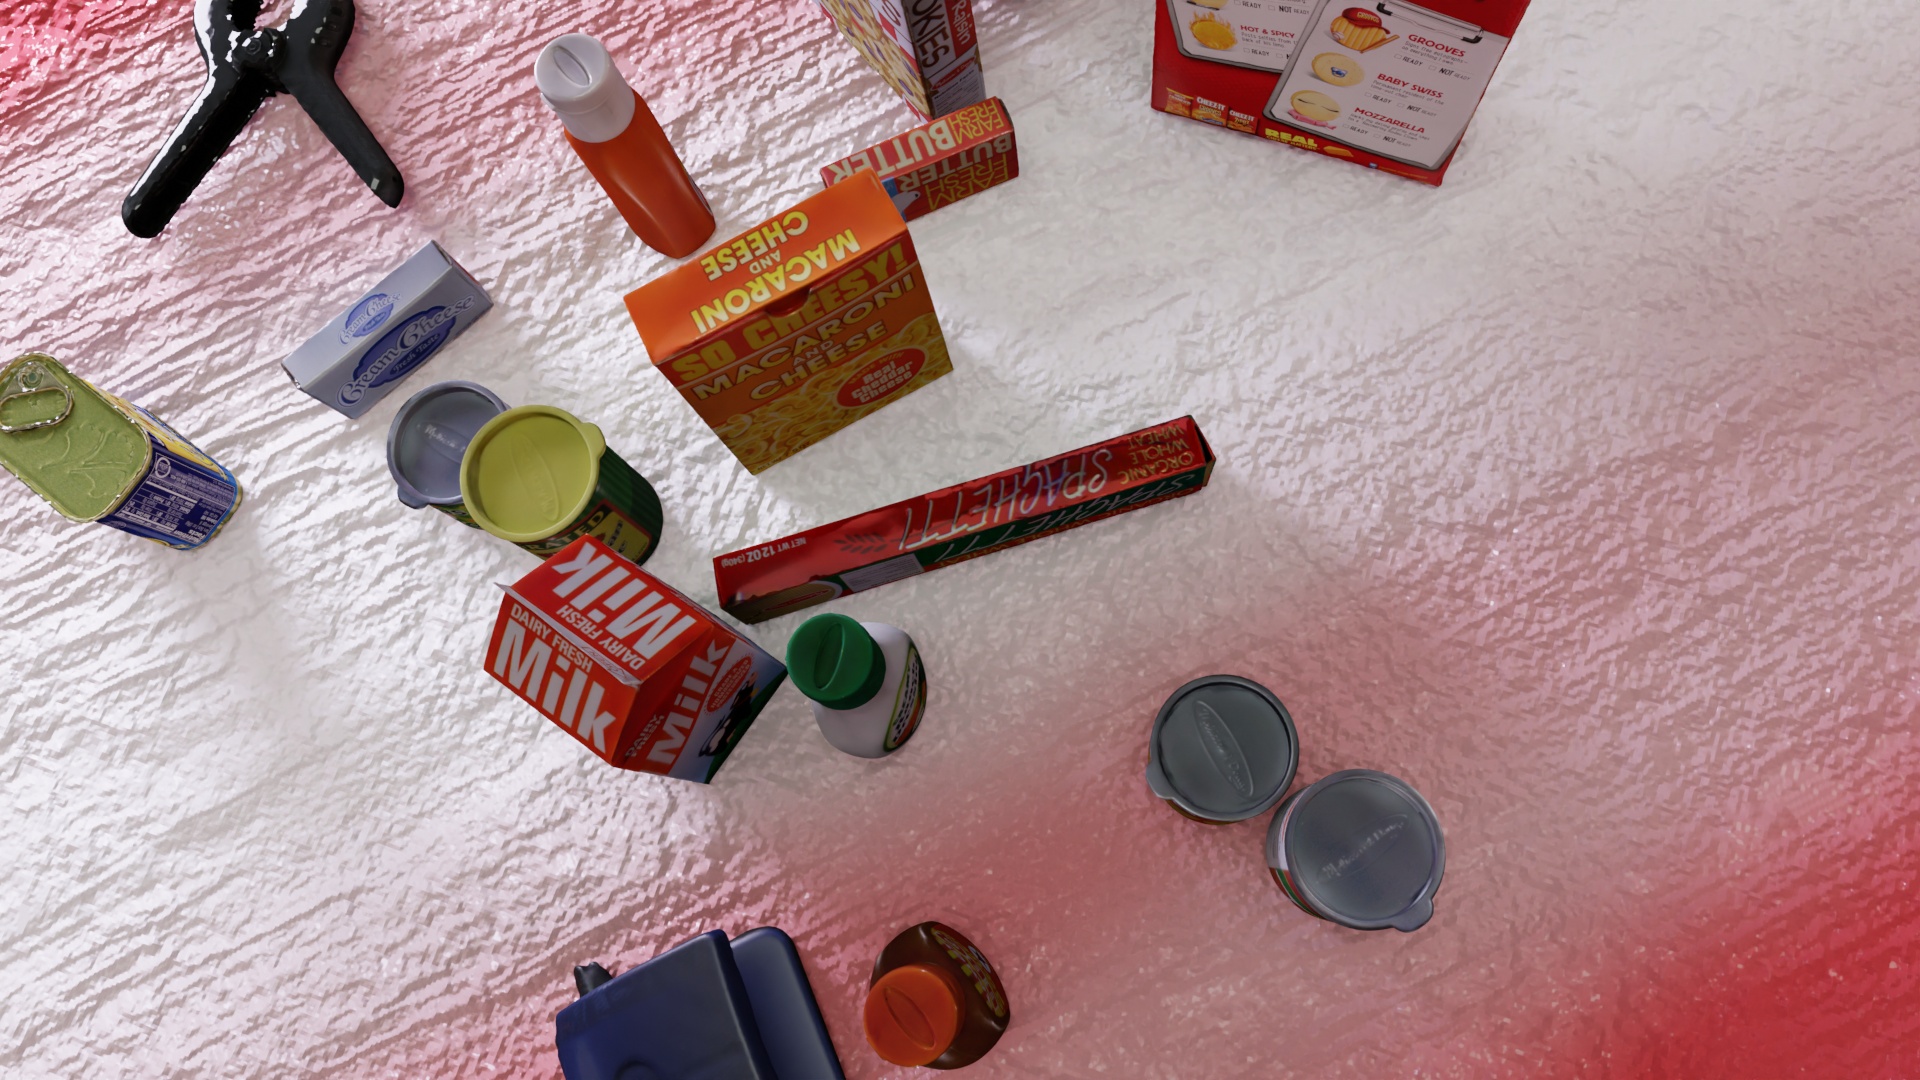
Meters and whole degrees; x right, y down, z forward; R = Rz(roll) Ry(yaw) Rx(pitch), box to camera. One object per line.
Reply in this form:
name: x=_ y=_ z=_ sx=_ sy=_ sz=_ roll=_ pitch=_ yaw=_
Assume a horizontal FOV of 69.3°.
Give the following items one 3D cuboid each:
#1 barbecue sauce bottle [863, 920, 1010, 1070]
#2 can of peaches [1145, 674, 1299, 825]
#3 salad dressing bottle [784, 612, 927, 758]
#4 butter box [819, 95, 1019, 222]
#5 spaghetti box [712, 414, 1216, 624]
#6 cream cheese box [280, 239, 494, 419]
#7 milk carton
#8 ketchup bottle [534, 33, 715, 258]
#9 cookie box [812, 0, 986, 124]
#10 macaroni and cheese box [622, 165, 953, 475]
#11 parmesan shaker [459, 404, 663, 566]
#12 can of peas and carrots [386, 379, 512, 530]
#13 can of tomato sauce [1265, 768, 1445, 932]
barbecue sauce bottle: x=-0.012 y=0.197 z=0.594 sx=0.044 sy=0.148 sz=0.065 roll=-41 pitch=76 yaw=-4
can of peaches: x=0.119 y=0.100 z=0.651 sx=0.071 sy=0.058 sz=0.071 roll=-1 pitch=76 yaw=6
salad dressing bottle: x=-0.046 y=0.064 z=0.631 sx=0.044 sy=0.147 sz=0.064 roll=14 pitch=79 yaw=9
butter box: x=-0.021 y=-0.197 z=0.741 sx=0.103 sy=0.053 sz=0.024 roll=-22 pitch=75 yaw=0
spaghetti box: x=0.002 y=-0.009 z=0.694 sx=0.250 sy=0.050 sz=0.029 roll=-17 pitch=75 yaw=2
cream cheese box: x=-0.307 y=-0.112 z=0.750 sx=0.104 sy=0.053 sz=0.024 roll=-41 pitch=76 yaw=-5
milk carton: x=-0.144 y=0.056 z=0.621 sx=0.072 sy=0.190 sz=0.073 roll=34 pitch=82 yaw=12
ketchup bottle: x=-0.172 y=-0.200 z=0.709 sx=0.043 sy=0.148 sz=0.065 roll=-42 pitch=76 yaw=-4
cookie box: x=-0.045 y=-0.297 z=0.710 sx=0.040 sy=0.167 sz=0.123 roll=-38 pitch=76 yaw=-3
macaroni and cheese box: x=-0.073 y=-0.097 z=0.664 sx=0.124 sy=0.166 sz=0.040 roll=-28 pitch=75 yaw=-1
parmesan shaker: x=-0.191 y=-0.021 z=0.690 sx=0.071 sy=0.103 sz=0.071 roll=-1 pitch=76 yaw=6
can of peas and carrots: x=-0.255 y=-0.041 z=0.725 sx=0.071 sy=0.058 sz=0.071 roll=-1 pitch=76 yaw=6
can of tomato sauce: x=0.176 y=0.140 z=0.622 sx=0.071 sy=0.083 sz=0.071 roll=-1 pitch=76 yaw=6
